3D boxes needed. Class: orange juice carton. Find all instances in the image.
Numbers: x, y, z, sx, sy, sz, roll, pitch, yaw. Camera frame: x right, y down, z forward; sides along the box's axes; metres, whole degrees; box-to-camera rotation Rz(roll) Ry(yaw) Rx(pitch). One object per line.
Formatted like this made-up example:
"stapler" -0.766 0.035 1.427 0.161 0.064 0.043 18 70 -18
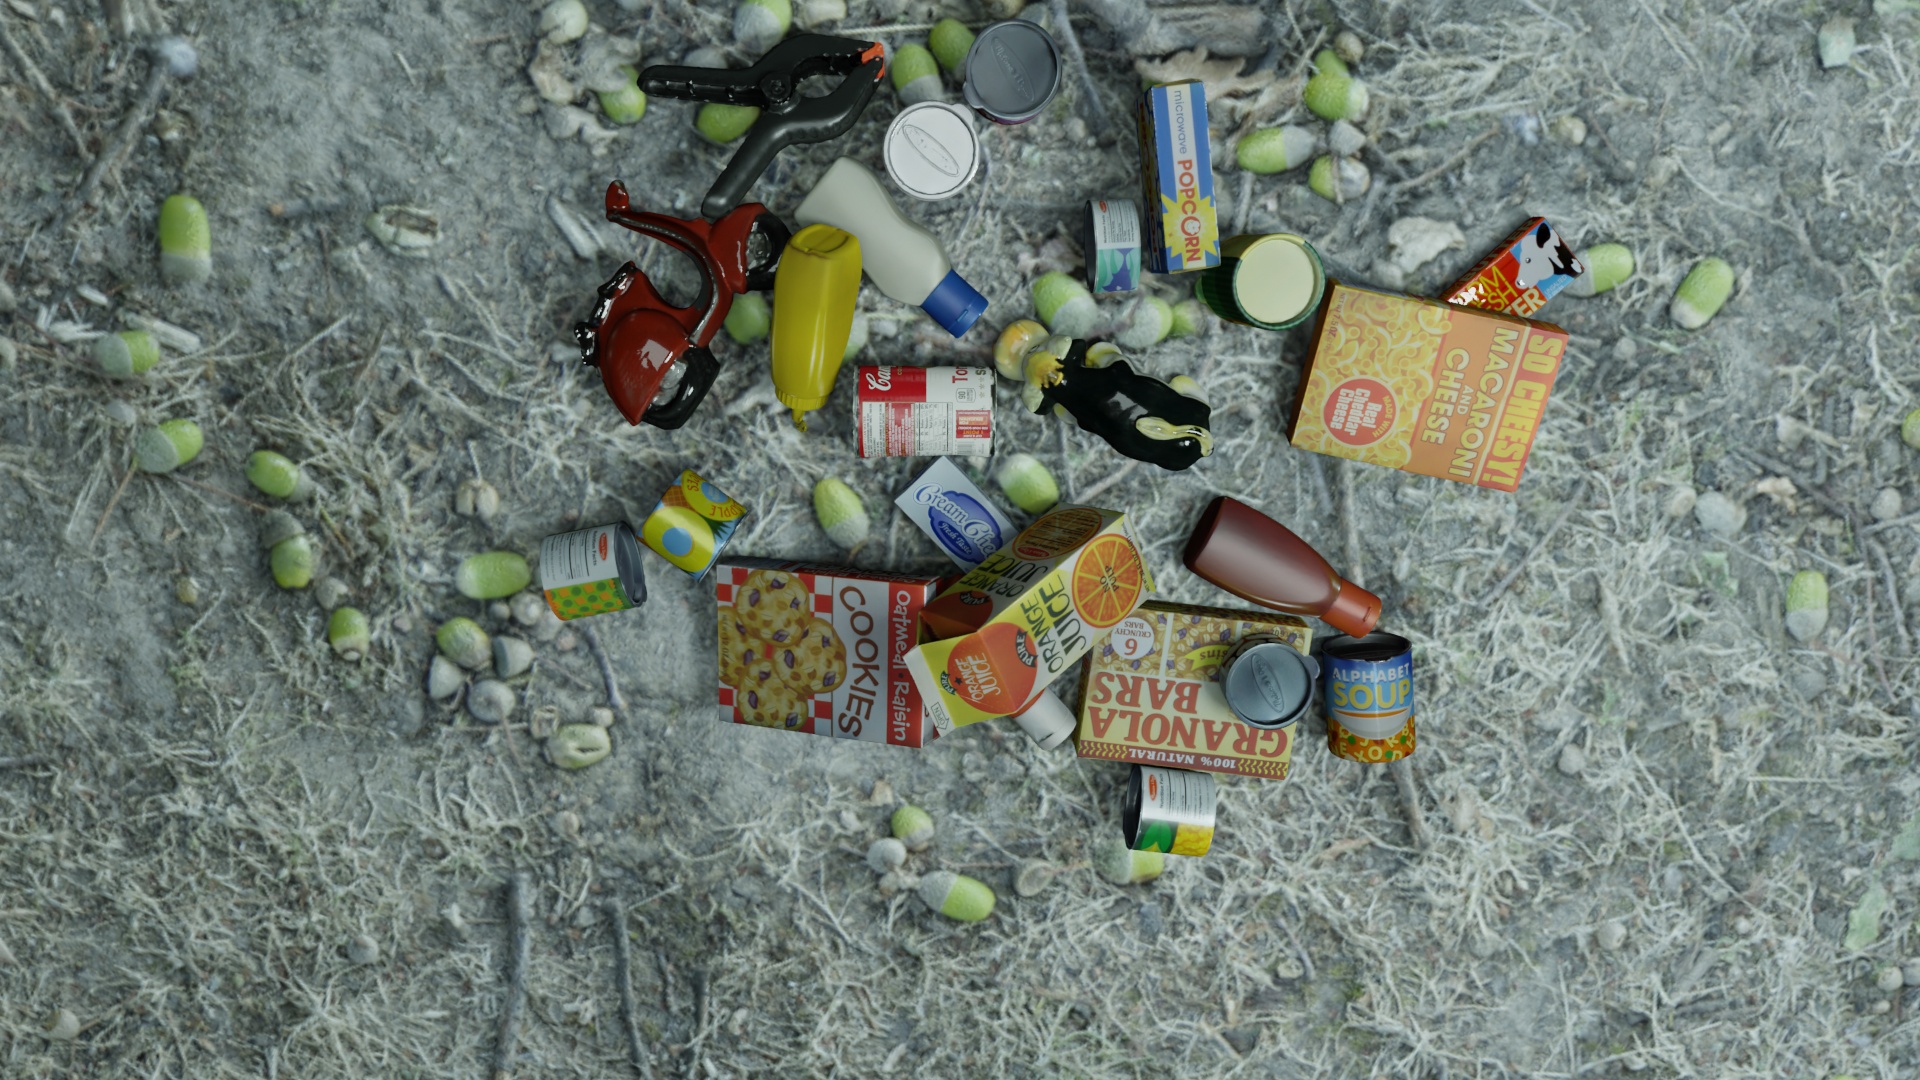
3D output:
"orange juice carton" 0.042 0.055 0.985 0.193 0.073 0.071 -37 118 -27

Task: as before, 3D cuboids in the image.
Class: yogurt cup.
"yogurt cup" -0.020 -0.273 0.980 0.072 0.054 0.072 0 101 -1

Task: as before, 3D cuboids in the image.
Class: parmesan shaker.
"parmesan shaker" 0.209 -0.181 0.977 0.071 0.103 0.071 0 102 -1

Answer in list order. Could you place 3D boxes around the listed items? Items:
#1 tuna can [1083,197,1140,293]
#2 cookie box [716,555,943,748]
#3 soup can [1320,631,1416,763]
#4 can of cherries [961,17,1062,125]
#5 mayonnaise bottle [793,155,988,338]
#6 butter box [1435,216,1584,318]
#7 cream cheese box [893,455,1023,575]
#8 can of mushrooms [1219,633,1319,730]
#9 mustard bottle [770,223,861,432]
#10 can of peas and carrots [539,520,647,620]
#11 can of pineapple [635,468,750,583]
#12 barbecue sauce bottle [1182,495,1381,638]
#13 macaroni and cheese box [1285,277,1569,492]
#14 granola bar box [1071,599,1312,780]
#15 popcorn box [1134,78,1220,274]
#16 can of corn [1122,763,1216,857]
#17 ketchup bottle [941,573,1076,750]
"tuna can" 0.108 -0.209 0.991 0.033 0.071 0.071 -4 101 -1
"cookie box" -0.097 0.081 1.032 0.167 0.040 0.122 5 101 18
"soup can" 0.311 0.120 1.055 0.071 0.071 0.083 -7 102 0
"can of cherries" 0.033 -0.325 0.969 0.071 0.058 0.071 0 102 -1
"mayonnaise bottle" -0.046 -0.207 1.001 0.148 0.041 0.064 40 105 -9
"butter box" 0.399 -0.185 1.020 0.103 0.024 0.053 -41 100 7
"cream cheese box" 0.004 -0.013 1.048 0.053 0.024 0.103 -44 99 6
"can of mushrooms" 0.228 0.103 1.028 0.071 0.033 0.071 0 99 -1
"mustard bottle" -0.109 -0.144 0.992 0.049 0.066 0.159 23 127 13
"can of peas and carrots" -0.272 0.024 1.030 0.059 0.071 0.070 -11 101 2
"can of pineapple" -0.196 -0.013 1.022 0.058 0.071 0.071 35 99 -7
"barbecue sauce bottle" 0.246 0.026 1.049 0.148 0.043 0.065 27 87 -7
"macaroni and cheese box" 0.335 -0.113 1.008 0.166 0.040 0.123 12 111 2
"granola bar box" 0.177 0.112 1.067 0.166 0.039 0.124 7 101 -2
"popcorn box" 0.151 -0.252 0.972 0.038 0.085 0.126 -7 101 0
"can of corn" 0.161 0.210 1.074 0.058 0.071 0.071 7 101 -3
"ketchup bottle" 0.027 0.096 1.057 0.148 0.044 0.064 47 124 -9
